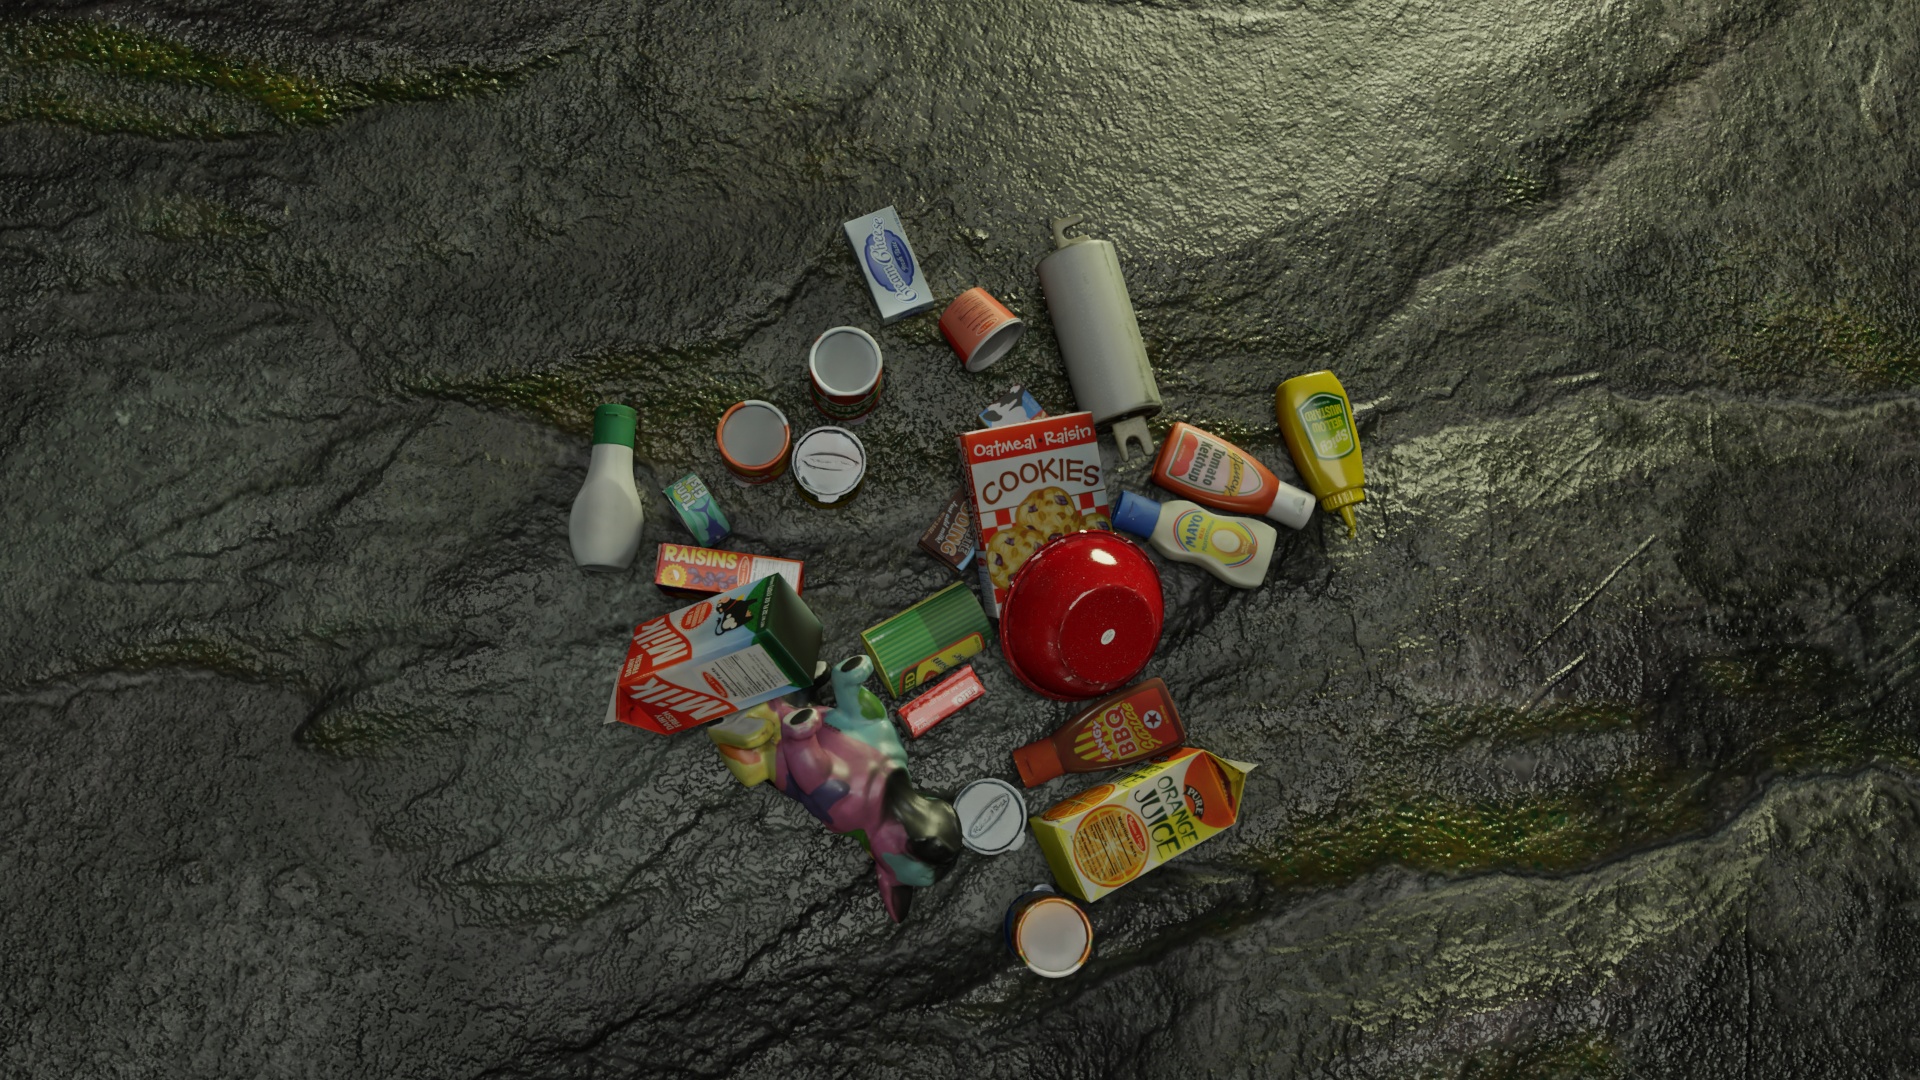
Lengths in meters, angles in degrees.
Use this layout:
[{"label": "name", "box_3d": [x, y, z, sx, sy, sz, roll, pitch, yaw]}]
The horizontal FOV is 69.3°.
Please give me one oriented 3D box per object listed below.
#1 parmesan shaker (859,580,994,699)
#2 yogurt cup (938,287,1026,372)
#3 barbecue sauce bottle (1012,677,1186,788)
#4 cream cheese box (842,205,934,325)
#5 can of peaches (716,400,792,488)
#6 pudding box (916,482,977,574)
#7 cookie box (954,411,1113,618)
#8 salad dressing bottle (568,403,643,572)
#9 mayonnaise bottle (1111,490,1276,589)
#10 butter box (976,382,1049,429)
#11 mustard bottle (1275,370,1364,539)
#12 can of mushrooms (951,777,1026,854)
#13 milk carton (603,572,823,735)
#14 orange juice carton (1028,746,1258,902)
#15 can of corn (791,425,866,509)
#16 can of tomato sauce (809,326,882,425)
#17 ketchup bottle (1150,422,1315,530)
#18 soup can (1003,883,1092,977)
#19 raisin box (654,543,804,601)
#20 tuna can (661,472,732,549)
[{"label": "parmesan shaker", "box_3d": [-0.029, 0.087, 1.231, 0.103, 0.071, 0.071, -28, 83, -10]}, {"label": "yogurt cup", "box_3d": [0.016, -0.199, 1.296, 0.072, 0.072, 0.054, -39, 77, -11]}, {"label": "barbecue sauce bottle", "box_3d": [0.121, 0.176, 1.233, 0.148, 0.043, 0.065, -22, 87, 2]}, {"label": "cream cheese box", "box_3d": [-0.069, -0.260, 1.319, 0.053, 0.024, 0.104, -22, 82, -8]}, {"label": "can of peaches", "box_3d": [-0.187, -0.086, 1.257, 0.071, 0.058, 0.071, 1, 79, -6]}, {"label": "pudding box", "box_3d": [0.005, -0.016, 1.276, 0.049, 0.030, 0.084, 37, 78, 1]}, {"label": "cookie box", "box_3d": [0.070, -0.025, 1.253, 0.123, 0.040, 0.167, -11, 93, -16]}, {"label": "salad dressing bottle", "box_3d": [-0.314, -0.047, 1.245, 0.064, 0.044, 0.148, 3, 78, -3]}, {"label": "mayonnaise bottle", "box_3d": [0.214, -0.006, 1.288, 0.148, 0.041, 0.065, 19, 80, -2]}, {"label": "butter box", "box_3d": [0.068, -0.092, 1.299, 0.053, 0.024, 0.103, -40, 85, -11]}, {"label": "mustard bottle", "box_3d": [0.348, -0.079, 1.311, 0.065, 0.048, 0.160, -16, 81, -7]}, {"label": "can of mushrooms", "box_3d": [0.026, 0.245, 1.226, 0.071, 0.033, 0.071, 1, 79, -6]}, {"label": "milk carton", "box_3d": [-0.219, 0.103, 1.177, 0.190, 0.073, 0.073, -21, 36, 18]}, {"label": "orange juice carton", "box_3d": [0.166, 0.235, 1.210, 0.193, 0.071, 0.073, -24, 91, -17]}, {"label": "can of corn", "box_3d": [-0.119, -0.063, 1.258, 0.071, 0.058, 0.071, 1, 79, -5]}, {"label": "can of tomato sauce", "box_3d": [-0.105, -0.149, 1.264, 0.071, 0.083, 0.071, 1, 79, -5]}, {"label": "ketchup bottle", "box_3d": [0.257, -0.055, 1.301, 0.149, 0.043, 0.065, 23, 80, -1]}, {"label": "soup can", "box_3d": [0.074, 0.332, 1.188, 0.071, 0.083, 0.071, 1, 79, -5]}, {"label": "raisin box", "box_3d": [-0.201, 0.033, 1.218, 0.123, 0.086, 0.040, 8, 81, -4]}, {"label": "tuna can", "box_3d": [-0.235, -0.027, 1.234, 0.033, 0.071, 0.071, -35, 84, -12]}]
